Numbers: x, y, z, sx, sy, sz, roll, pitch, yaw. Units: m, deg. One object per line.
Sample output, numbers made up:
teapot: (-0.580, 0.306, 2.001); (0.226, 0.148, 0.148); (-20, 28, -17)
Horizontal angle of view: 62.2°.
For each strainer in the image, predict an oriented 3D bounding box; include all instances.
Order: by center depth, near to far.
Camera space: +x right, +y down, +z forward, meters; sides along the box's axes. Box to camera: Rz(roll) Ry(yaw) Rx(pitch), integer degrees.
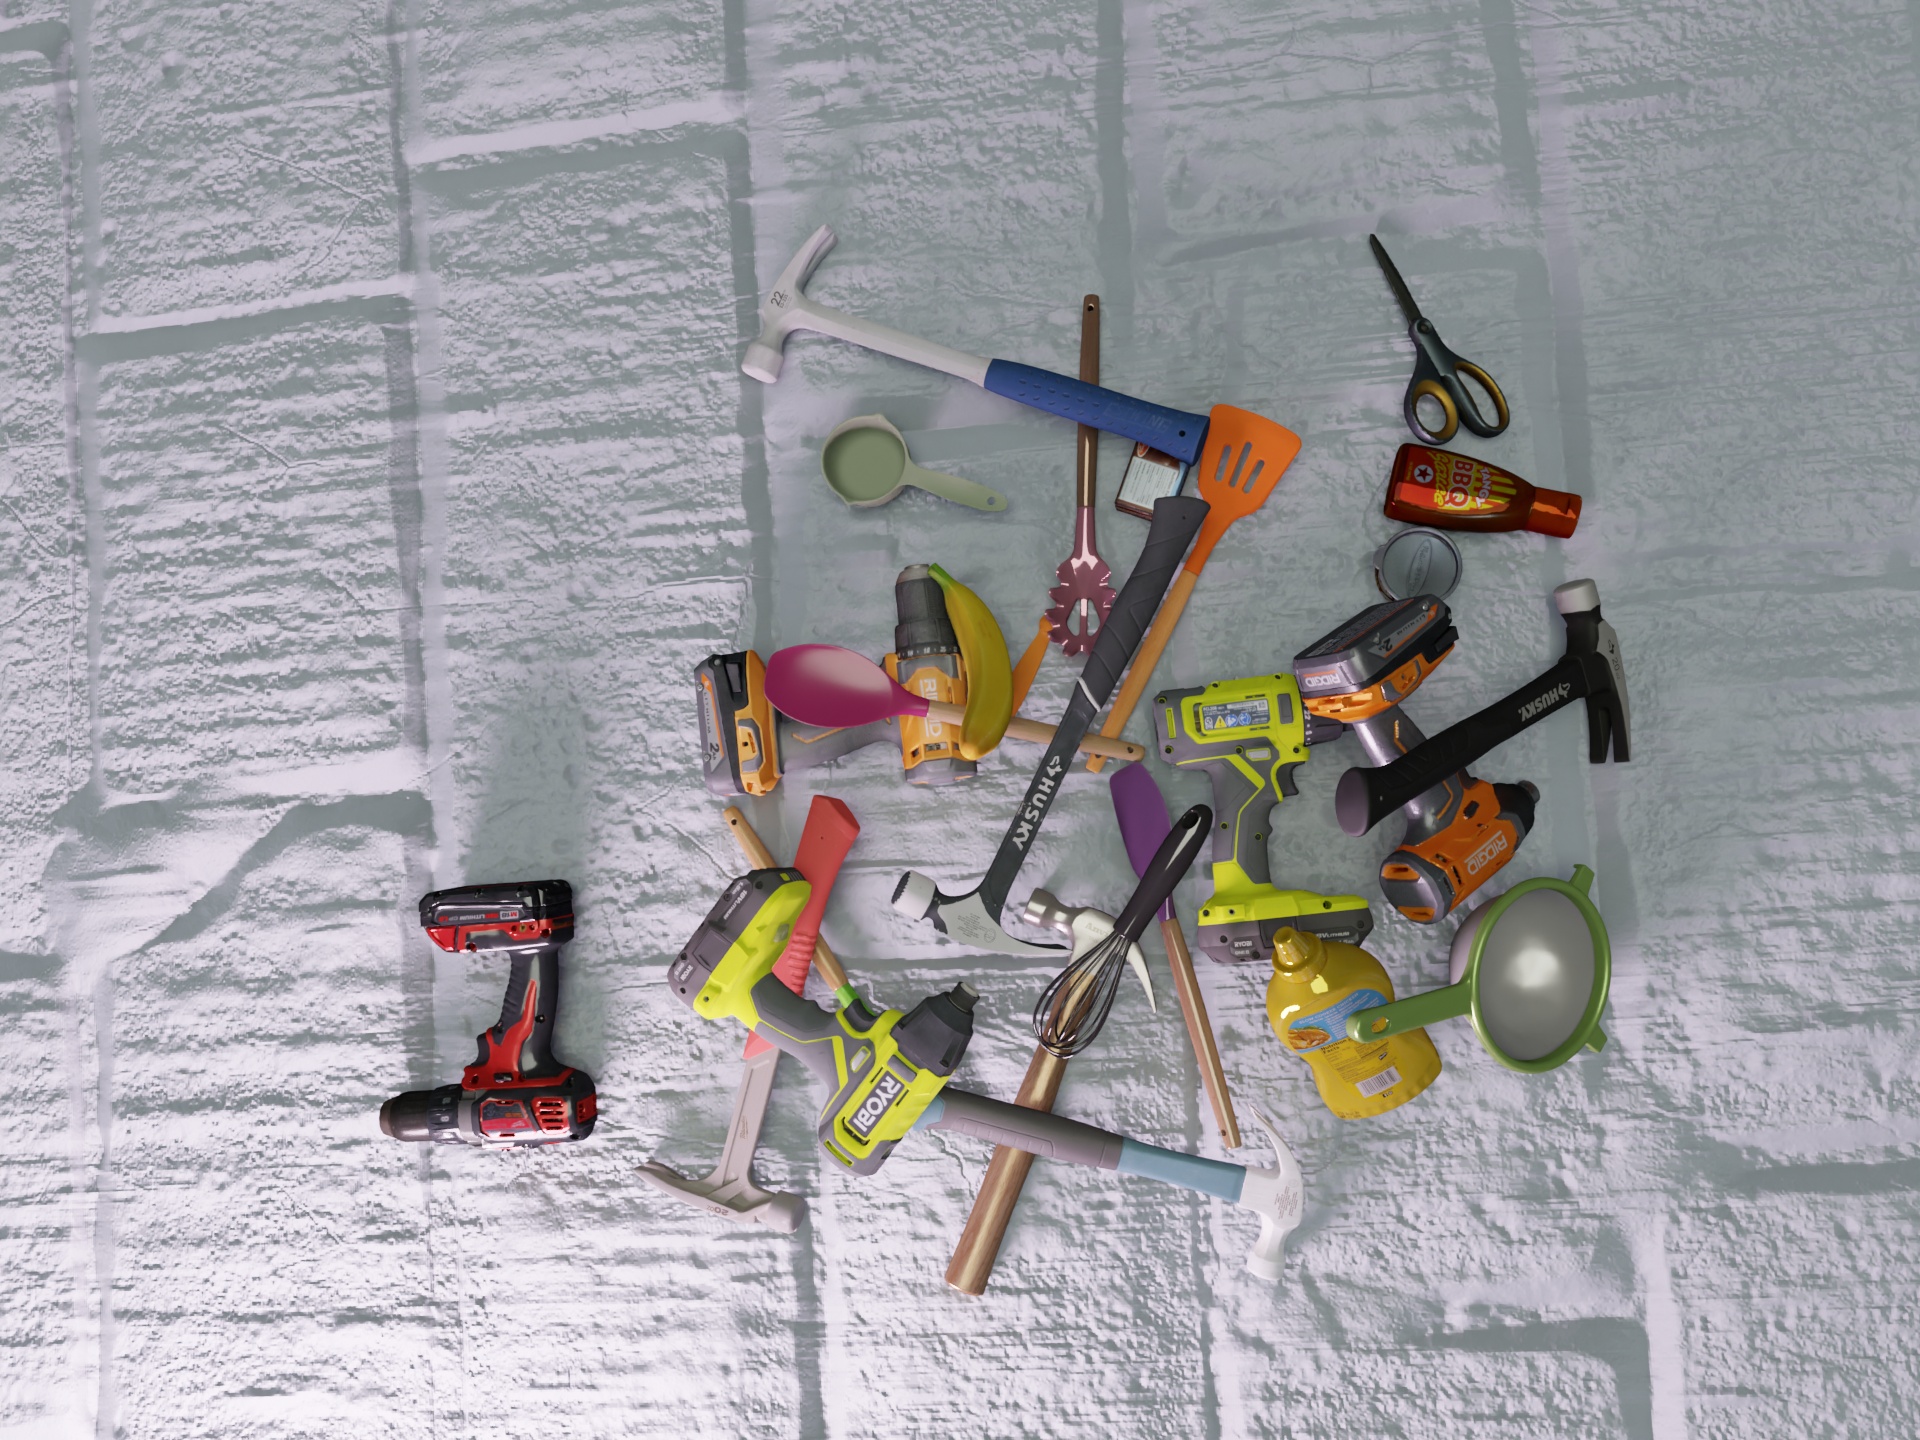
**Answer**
strainer: (0.384, 0.202, 1.218); (0.256, 0.069, 0.151); (-10, 96, -25)

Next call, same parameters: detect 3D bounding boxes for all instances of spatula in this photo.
spatula: (0.176, 0.185, 1.278); (0.060, 0.018, 0.316); (-32, 67, 49)
spatula: (0.179, -0.103, 1.324); (0.081, 0.041, 0.322); (26, 91, 14)

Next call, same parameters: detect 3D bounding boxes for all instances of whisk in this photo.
whisk: (0.130, 0.166, 1.258); (0.055, 0.055, 0.239); (33, 100, 9)

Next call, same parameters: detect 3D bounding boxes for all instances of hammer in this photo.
hammer: (0.394, 0.012, 1.184); (0.335, 0.035, 0.146); (-24, 100, -34)
hammer: (0.114, 0.345, 1.274); (0.331, 0.033, 0.128); (14, 93, 0)
hammer: (0.100, 0.000, 1.284); (0.149, 0.036, 0.409); (28, 86, -11)
hammer: (0.064, 0.315, 1.312); (0.130, 0.031, 0.331); (21, 89, 10)
hammer: (-0.161, 0.236, 1.329); (0.149, 0.036, 0.359); (15, 92, 16)
hammer: (0.016, -0.303, 1.347); (0.405, 0.035, 0.144); (21, 88, 15)

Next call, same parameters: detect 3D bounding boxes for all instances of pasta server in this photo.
pasta server: (0.106, -0.208, 1.344); (0.060, 0.040, 0.316); (1, 85, 8)

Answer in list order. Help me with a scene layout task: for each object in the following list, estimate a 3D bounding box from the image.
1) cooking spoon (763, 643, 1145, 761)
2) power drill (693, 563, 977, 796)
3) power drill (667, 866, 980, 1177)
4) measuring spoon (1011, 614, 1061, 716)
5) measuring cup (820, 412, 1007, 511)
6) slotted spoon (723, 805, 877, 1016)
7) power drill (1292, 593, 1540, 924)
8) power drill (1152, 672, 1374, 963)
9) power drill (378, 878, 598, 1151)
cooking spoon: (-0.002, -0.004, 1.296); (0.319, 0.017, 0.069); (12, 75, -9)
power drill: (-0.105, -0.030, 1.340); (0.226, 0.084, 0.185); (-7, 85, 3)
power drill: (-0.104, 0.222, 1.251); (0.223, 0.080, 0.171); (38, 99, 15)
measuring spoon: (0.053, -0.039, 1.351); (0.021, 0.011, 0.117); (28, 90, 9)
measuring cup: (-0.037, -0.207, 1.365); (0.167, 0.038, 0.083); (19, 88, 7)
slotted spoon: (-0.113, 0.203, 1.349); (0.070, 0.031, 0.314); (-36, 80, 6)
power drill: (0.364, 0.021, 1.232); (0.164, 0.084, 0.226); (-31, 101, -28)
power drill: (0.263, 0.073, 1.281); (0.190, 0.080, 0.228); (-7, 82, 4)
power drill: (-0.412, 0.256, 1.365); (0.188, 0.080, 0.227); (-5, 88, 8)
